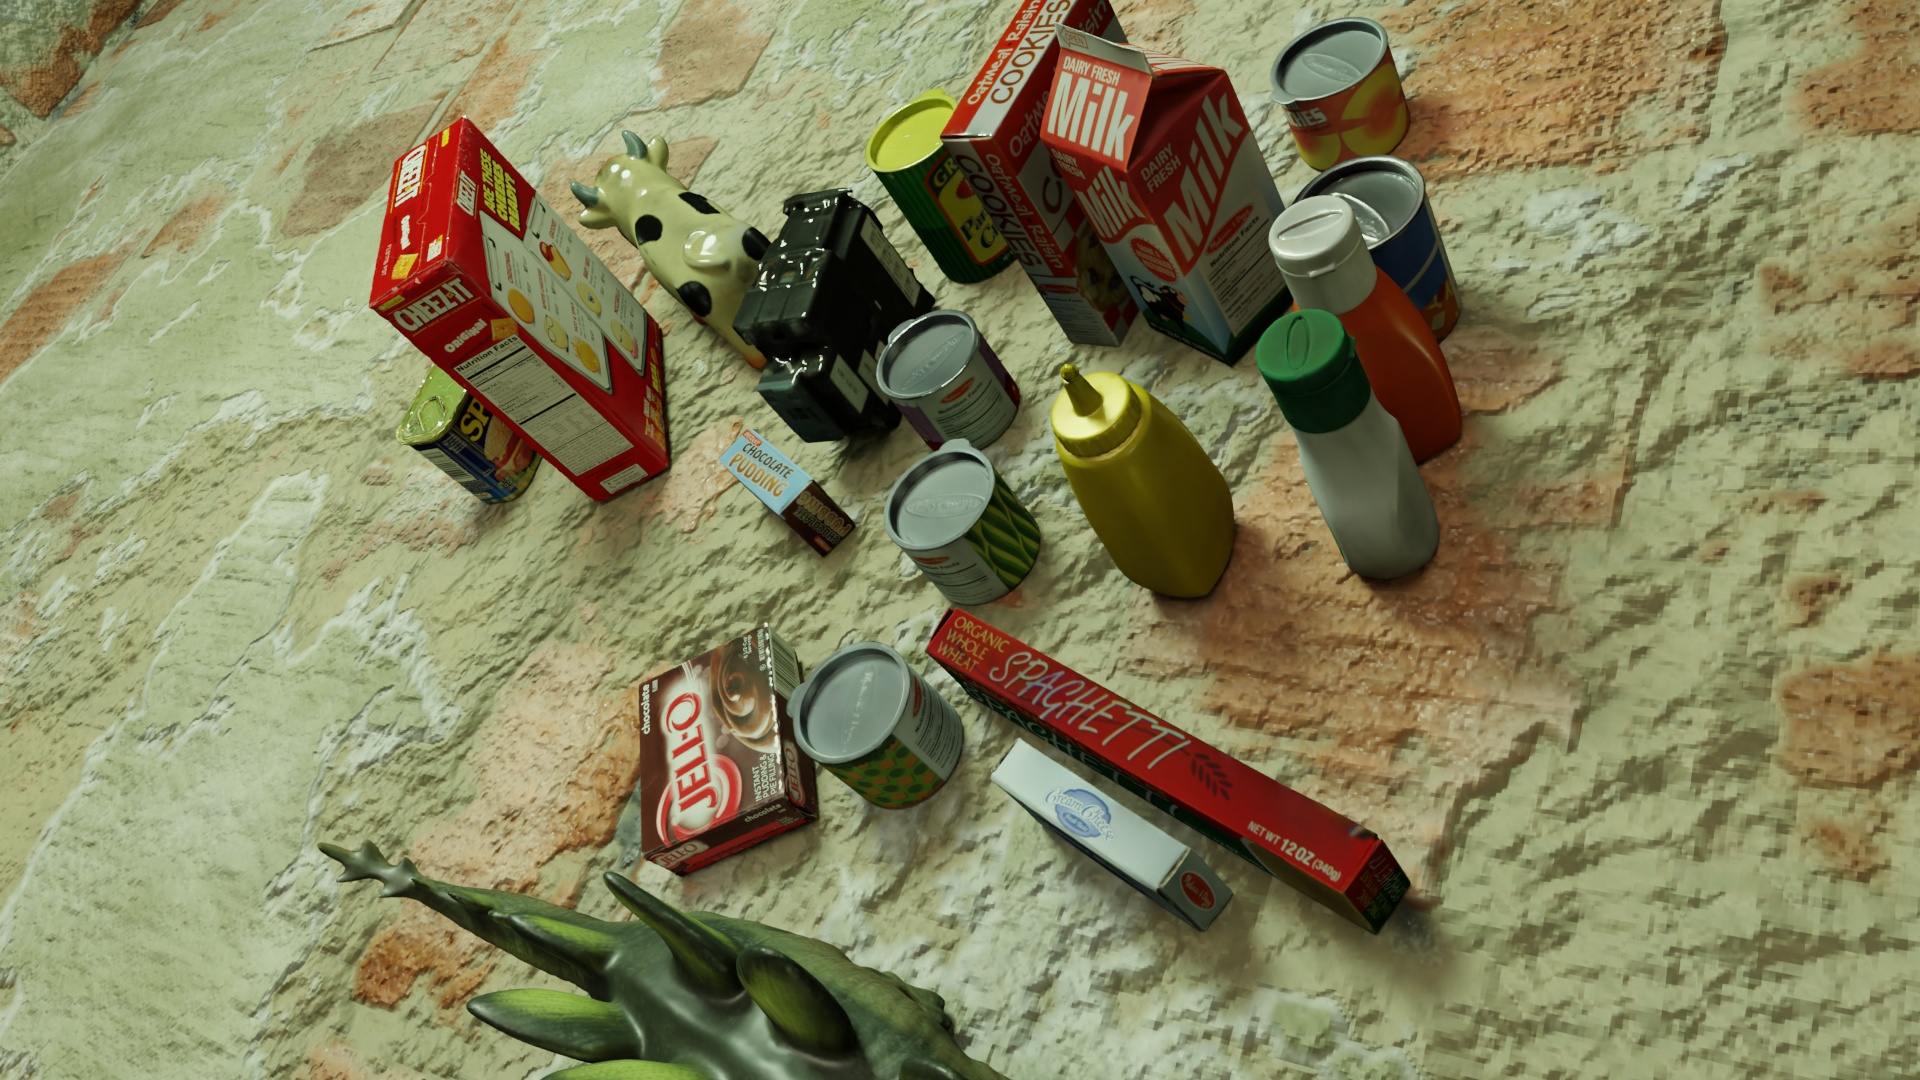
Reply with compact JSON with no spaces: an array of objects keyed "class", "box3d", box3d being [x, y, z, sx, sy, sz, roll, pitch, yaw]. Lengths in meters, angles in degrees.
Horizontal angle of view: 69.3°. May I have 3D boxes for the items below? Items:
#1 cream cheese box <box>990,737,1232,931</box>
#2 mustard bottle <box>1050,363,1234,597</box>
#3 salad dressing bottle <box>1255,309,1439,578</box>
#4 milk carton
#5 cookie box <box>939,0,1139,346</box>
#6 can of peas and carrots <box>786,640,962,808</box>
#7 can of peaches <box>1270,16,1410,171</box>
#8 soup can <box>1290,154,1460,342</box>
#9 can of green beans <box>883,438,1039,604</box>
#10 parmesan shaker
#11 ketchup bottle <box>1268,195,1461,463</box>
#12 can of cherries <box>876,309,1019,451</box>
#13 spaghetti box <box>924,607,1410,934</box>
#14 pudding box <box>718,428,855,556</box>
[{"class":"cream cheese box","box3d":[0.064,0.127,0.602,0.104,0.053,0.024,27,75,43]},{"class":"mustard bottle","box3d":[0.079,-0.034,0.641,0.049,0.159,0.065,5,60,36]},{"class":"salad dressing bottle","box3d":[0.167,-0.039,0.596,0.044,0.147,0.064,-9,53,28]},{"class":"milk carton","box3d":[0.108,-0.185,0.718,0.073,0.190,0.072,-46,45,-5]},{"class":"cookie box","box3d":[0.067,-0.210,0.781,0.040,0.167,0.123,12,64,39]},{"class":"can of peas and carrots","box3d":[-0.042,0.093,0.694,0.071,0.058,0.071,-18,49,22]},{"class":"can of peaches","box3d":[0.216,-0.252,0.793,0.071,0.058,0.071,-18,49,22]},{"class":"soup can","box3d":[0.205,-0.137,0.693,0.071,0.083,0.072,-18,49,22]},{"class":"can of green beans","box3d":[0.002,-0.007,0.744,0.071,0.057,0.071,-18,49,22]},{"class":"parmesan shaker","box3d":[-0.005,-0.224,0.884,0.071,0.102,0.071,-18,49,22]},{"class":"ketchup bottle","box3d":[0.180,-0.090,0.627,0.064,0.148,0.044,-17,49,22]},{"class":"can of cherries","box3d":[-0.007,-0.093,0.816,0.071,0.058,0.072,-18,49,22]},{"class":"spaghetti box","box3d":[0.080,0.094,0.619,0.250,0.050,0.029,26,74,43]},{"class":"pudding box","box3d":[-0.105,-0.030,0.837,0.030,0.049,0.084,-47,45,-6]}]
